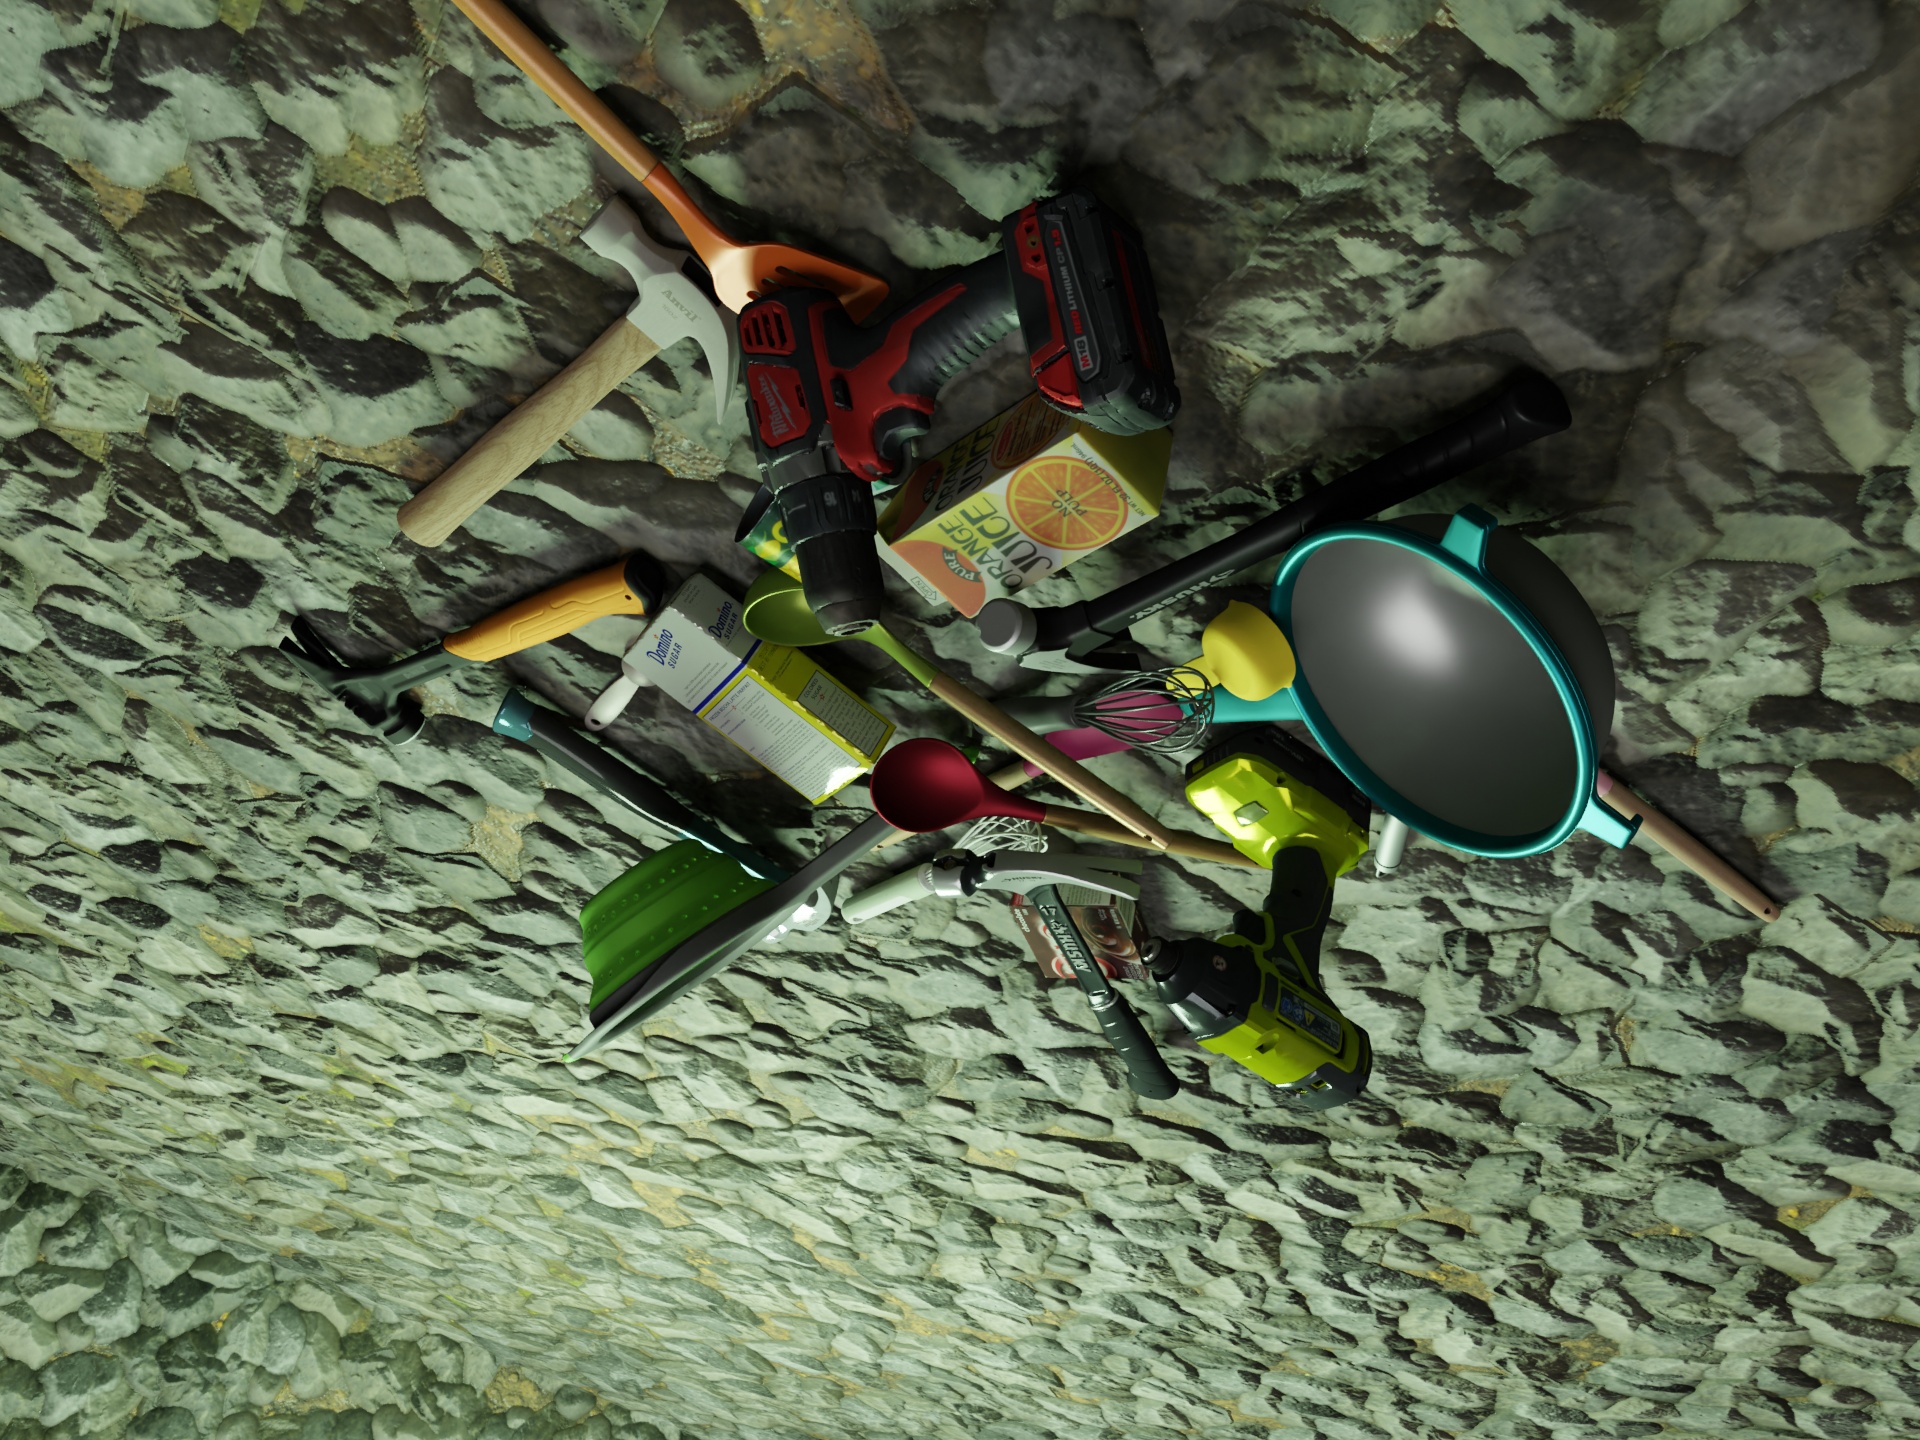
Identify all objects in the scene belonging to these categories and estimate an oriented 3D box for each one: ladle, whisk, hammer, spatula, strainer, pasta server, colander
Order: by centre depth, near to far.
[{"bbox_3d":[-0.177,-0.308,0.829,0.322,0.041,0.081,42,135,-22],"label":"spatula"},{"bbox_3d":[0.180,-0.104,0.906,0.335,0.035,0.146,-25,161,28],"label":"hammer"},{"bbox_3d":[0.251,-0.034,0.928,0.211,0.095,0.340,60,158,-12],"label":"strainer"},{"bbox_3d":[-0.256,-0.187,0.988,0.130,0.031,0.331,40,135,-26],"label":"hammer"},{"bbox_3d":[0.079,-0.003,1.032,0.055,0.055,0.239,39,158,-26],"label":"whisk"},{"bbox_3d":[-0.002,-0.003,1.034,0.320,0.062,0.078,35,151,5],"label":"ladle"},{"bbox_3d":[0.442,0.060,1.040,0.316,0.040,0.060,33,105,-22],"label":"pasta server"},{"bbox_3d":[0.297,0.038,1.060,0.050,0.087,0.258,50,161,32],"label":"strainer"},{"bbox_3d":[0.084,0.071,1.144,0.315,0.031,0.069,13,99,-14],"label":"ladle"},{"bbox_3d":[-0.351,-0.064,1.161,0.337,0.034,0.127,-16,132,32],"label":"hammer"},{"bbox_3d":[-0.162,0.109,1.205,0.397,0.204,0.094,-37,84,15],"label":"colander"},{"bbox_3d":[-0.019,0.124,1.263,0.057,0.059,0.246,10,154,-39],"label":"whisk"},{"bbox_3d":[0.114,0.212,1.270,0.149,0.036,0.408,-4,144,22],"label":"hammer"},{"bbox_3d":[-0.235,0.077,1.282,0.330,0.033,0.128,37,136,-26],"label":"hammer"}]

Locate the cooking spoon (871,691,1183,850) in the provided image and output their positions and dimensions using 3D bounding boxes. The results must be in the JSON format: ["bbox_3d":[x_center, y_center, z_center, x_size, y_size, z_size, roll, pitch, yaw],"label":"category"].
[{"bbox_3d":[0.034,0.044,1.168,0.068,0.017,0.319,29,142,-32],"label":"cooking spoon"}]

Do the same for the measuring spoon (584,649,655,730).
[{"bbox_3d":[-0.258,-0.016,1.197,0.034,0.018,0.124,31,139,-18],"label":"measuring spoon"}]

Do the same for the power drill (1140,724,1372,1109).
[{"bbox_3d":[0.198,0.120,1.044,0.171,0.223,0.080,34,137,-21],"label":"power drill"}]

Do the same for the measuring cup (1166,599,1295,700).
[{"bbox_3d":[0.152,-0.029,0.973,0.062,0.029,0.156,56,160,0],"label":"measuring cup"}]

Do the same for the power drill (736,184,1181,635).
[{"bbox_3d":[-0.007,-0.157,0.824,0.227,0.188,0.080,-15,173,25],"label":"power drill"}]
